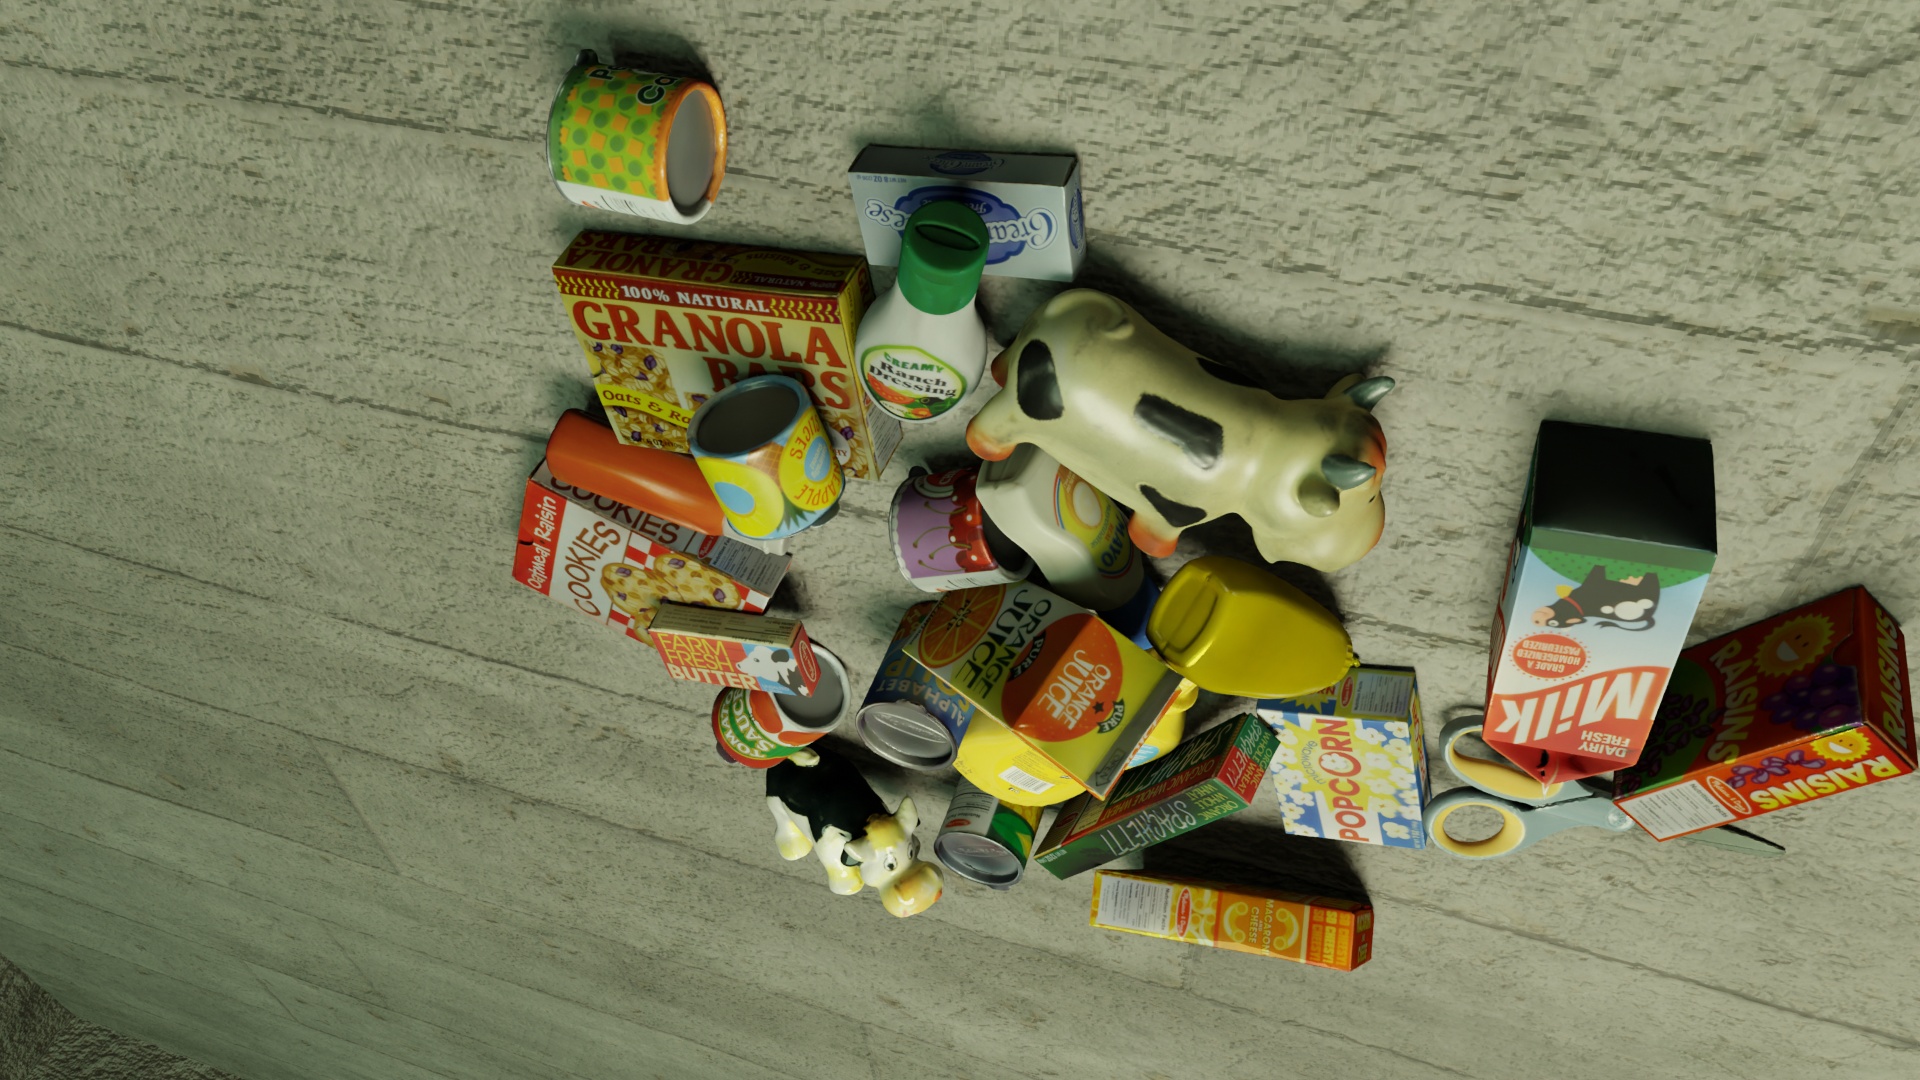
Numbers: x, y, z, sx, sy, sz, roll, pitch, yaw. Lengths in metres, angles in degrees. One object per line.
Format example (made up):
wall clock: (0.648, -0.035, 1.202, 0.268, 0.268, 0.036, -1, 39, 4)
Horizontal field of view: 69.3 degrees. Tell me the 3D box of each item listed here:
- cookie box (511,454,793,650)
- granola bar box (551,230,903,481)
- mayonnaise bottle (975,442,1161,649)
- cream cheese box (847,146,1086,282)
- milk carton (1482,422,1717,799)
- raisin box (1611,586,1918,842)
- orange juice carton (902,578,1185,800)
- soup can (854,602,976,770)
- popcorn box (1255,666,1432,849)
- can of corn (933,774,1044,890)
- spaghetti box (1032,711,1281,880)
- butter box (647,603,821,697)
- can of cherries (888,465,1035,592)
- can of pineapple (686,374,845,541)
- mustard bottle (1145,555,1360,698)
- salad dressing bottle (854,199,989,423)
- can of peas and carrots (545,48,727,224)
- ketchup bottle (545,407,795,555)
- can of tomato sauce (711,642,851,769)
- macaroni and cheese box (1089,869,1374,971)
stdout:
cookie box: (-0.207, 0.019, 0.913, 0.167, 0.040, 0.122, 27, 141, -4)
granola bar box: (-0.122, -0.098, 0.743, 0.165, 0.039, 0.123, 9, 138, 18)
mayonnaise bottle: (0.066, 0.001, 0.742, 0.041, 0.065, 0.147, -8, 135, 40)
cream cheese box: (0.004, -0.149, 0.634, 0.104, 0.024, 0.053, 8, 139, 19)
milk carton: (0.295, 0.042, 0.660, 0.073, 0.073, 0.189, 9, 138, 17)
raisin box: (0.374, 0.083, 0.654, 0.040, 0.086, 0.123, 41, 138, -12)
orange juice carton: (0.048, 0.074, 0.743, 0.073, 0.072, 0.193, 40, 174, -26)
soup can: (-0.019, 0.088, 0.861, 0.071, 0.084, 0.071, 14, 139, 12)
popcorn box: (0.227, 0.128, 0.815, 0.085, 0.038, 0.126, 2, 136, 27)
can of corn: (0.023, 0.205, 0.989, 0.071, 0.058, 0.070, 14, 139, 12)
spaghetti box: (0.116, 0.166, 0.874, 0.028, 0.050, 0.249, 38, 149, -4)
butter box: (-0.144, 0.070, 0.890, 0.103, 0.024, 0.052, 5, 138, 19)
can of cherries: (0.003, -0.010, 0.758, 0.058, 0.072, 0.071, -9, 130, 33)
can of pineapple: (-0.097, -0.042, 0.706, 0.071, 0.071, 0.057, 2, 136, 25)
mustard bottle: (0.164, 0.052, 0.729, 0.160, 0.049, 0.065, 18, 108, -44)
salad dressing bottle: (-0.015, -0.103, 0.644, 0.064, 0.044, 0.147, 17, 160, -1)
can of peas and carrots: (-0.147, -0.185, 0.639, 0.059, 0.071, 0.070, 13, 139, 13)
ketchup bottle: (-0.169, -0.032, 0.830, 0.149, 0.043, 0.064, 21, 168, 3)
can of tomato sauce: (-0.125, 0.114, 0.955, 0.071, 0.071, 0.082, 38, 138, -16)
macaroni and cheese box: (0.184, 0.250, 0.928, 0.166, 0.040, 0.123, 3, 169, 23)
